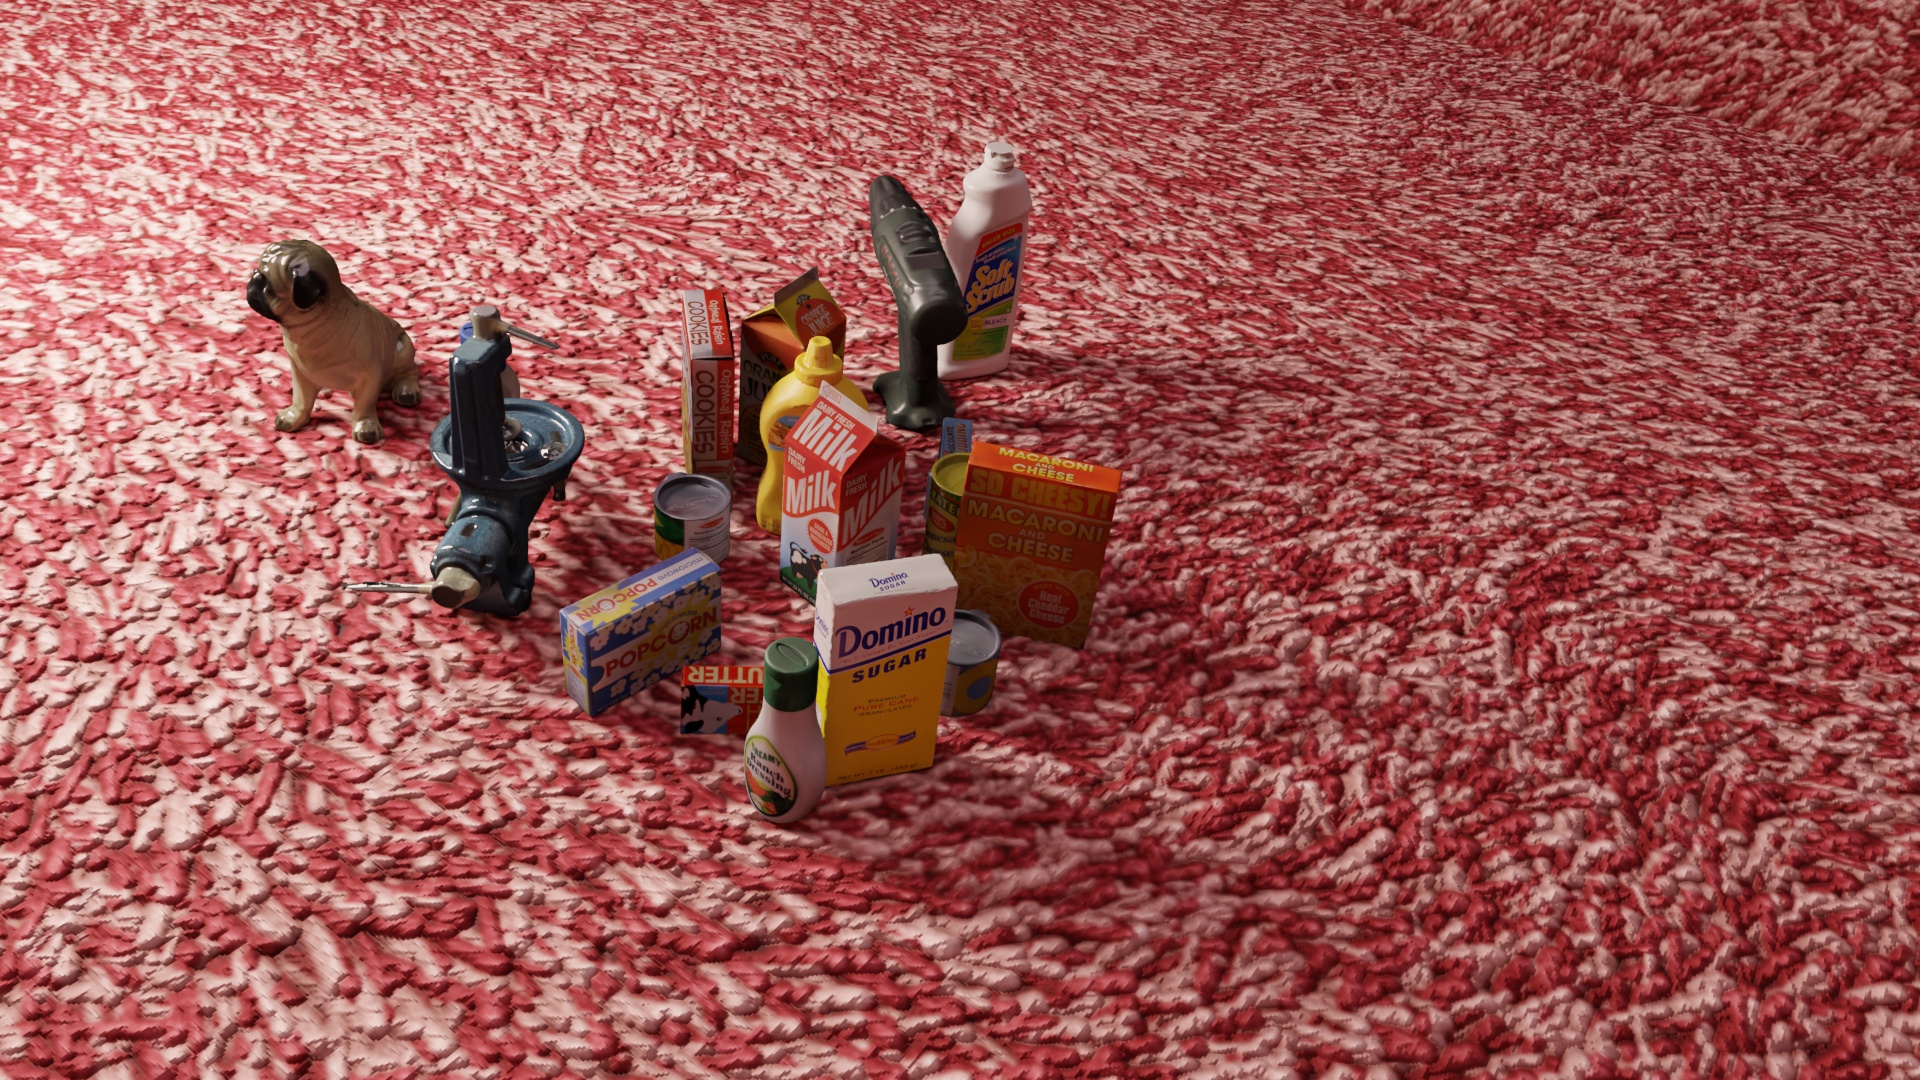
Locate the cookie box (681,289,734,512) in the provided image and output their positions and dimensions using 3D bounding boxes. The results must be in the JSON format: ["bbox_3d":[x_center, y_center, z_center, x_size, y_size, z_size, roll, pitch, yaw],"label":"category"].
[{"bbox_3d":[-0.230,-0.127,1.264,0.040,0.166,0.123,-3,39,-14],"label":"cookie box"}]

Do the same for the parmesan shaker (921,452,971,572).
[{"bbox_3d":[0.004,-0.015,1.218,0.071,0.102,0.072,5,37,-4],"label":"parmesan shaker"}]

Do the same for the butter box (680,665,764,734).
[{"bbox_3d":[-0.159,0.121,1.050,0.103,0.052,0.024,1,38,-10],"label":"butter box"}]

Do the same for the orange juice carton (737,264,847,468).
[{"bbox_3d":[-0.158,-0.160,1.300,0.073,0.191,0.072,24,40,20],"label":"orange juice carton"}]

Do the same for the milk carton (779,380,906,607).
[{"bbox_3d":[-0.098,-0.037,1.154,0.074,0.189,0.072,-27,50,-38],"label":"milk carton"}]

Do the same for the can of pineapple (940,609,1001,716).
[{"bbox_3d":[-0.002,0.097,1.108,0.071,0.057,0.071,5,37,-4],"label":"can of pineapple"}]

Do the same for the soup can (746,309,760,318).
[{"bbox_3d":[-0.184,-0.185,1.417,0.071,0.083,0.072,5,37,-4],"label":"soup can"}]

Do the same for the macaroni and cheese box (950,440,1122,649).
[{"bbox_3d":[0.058,0.005,1.150,0.124,0.165,0.040,12,37,4],"label":"macaroni and cheese box"}]

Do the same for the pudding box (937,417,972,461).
[{"bbox_3d":[-0.007,-0.076,1.338,0.030,0.049,0.084,7,37,-2],"label":"pudding box"}]

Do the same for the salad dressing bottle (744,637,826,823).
[{"bbox_3d":[-0.120,0.132,0.965,0.064,0.146,0.044,32,43,28],"label":"salad dressing bottle"}]

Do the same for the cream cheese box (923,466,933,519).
[{"bbox_3d":[0.018,-0.031,1.281,0.104,0.053,0.024,19,38,13],"label":"cream cheese box"}]

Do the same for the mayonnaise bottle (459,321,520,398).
[{"bbox_3d":[-0.421,-0.124,1.238,0.065,0.147,0.041,2,38,-9],"label":"mayonnaise bottle"}]

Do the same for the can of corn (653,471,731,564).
[{"bbox_3d":[-0.235,-0.017,1.210,0.071,0.058,0.071,5,37,-4],"label":"can of corn"}]

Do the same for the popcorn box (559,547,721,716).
[{"bbox_3d":[-0.244,0.069,1.074,0.038,0.084,0.127,34,44,30],"label":"popcorn box"}]
